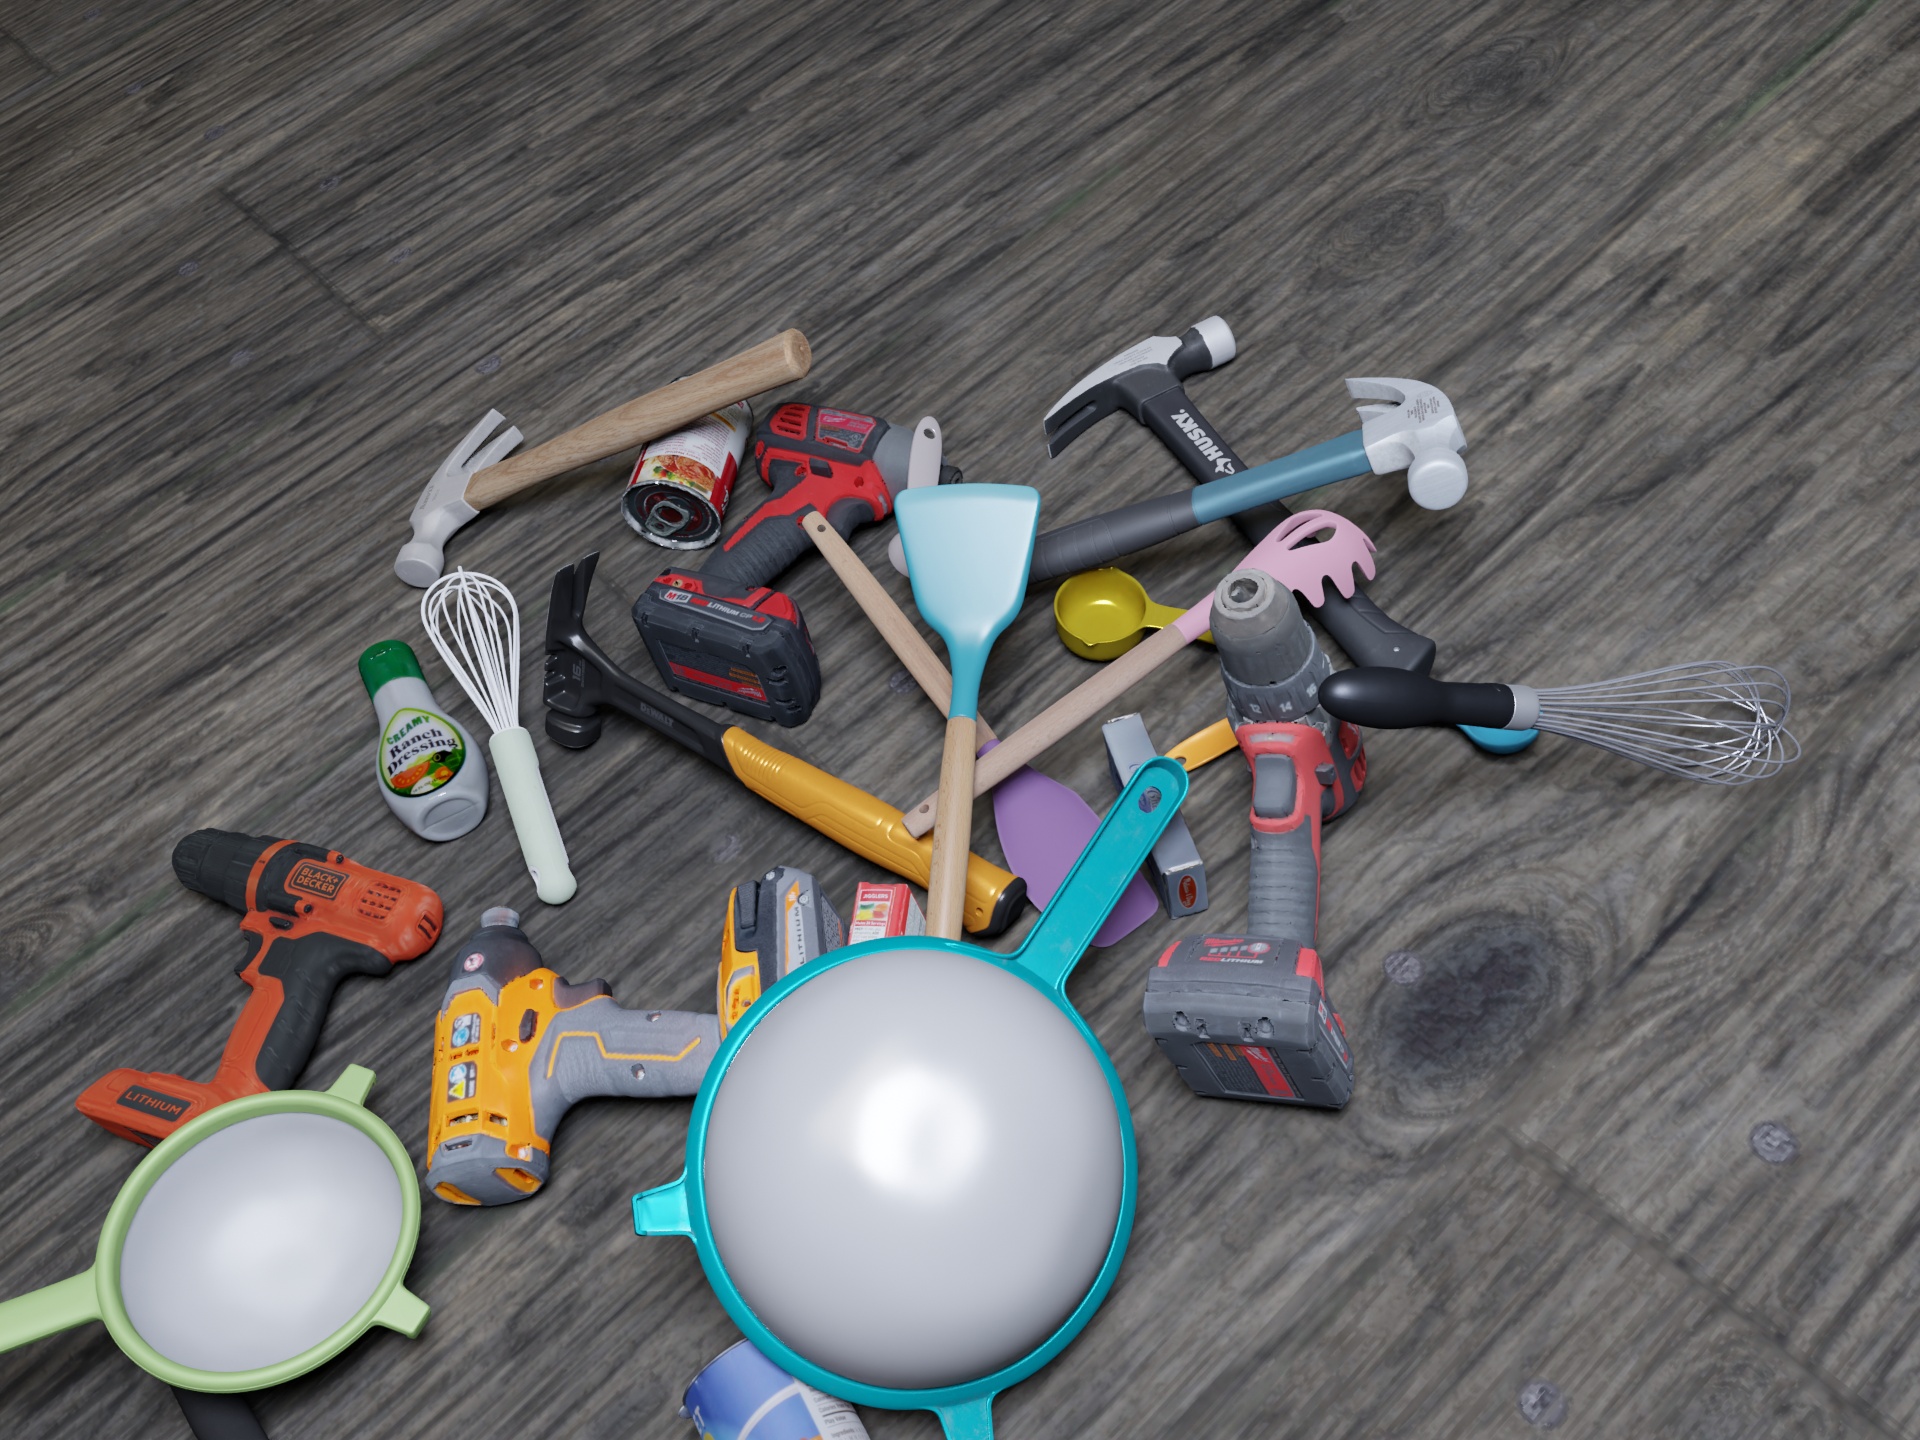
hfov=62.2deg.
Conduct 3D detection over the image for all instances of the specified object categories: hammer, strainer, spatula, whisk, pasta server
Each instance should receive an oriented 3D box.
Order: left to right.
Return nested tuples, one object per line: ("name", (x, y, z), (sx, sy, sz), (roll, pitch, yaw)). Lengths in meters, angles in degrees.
("strainer", (-0.395, 0.284, 0.788), (0.256, 0.069, 0.152), (-17, 55, -18))
("whisk", (-0.279, 0.004, 0.979), (0.059, 0.057, 0.247), (-13, 62, -25))
("hammer", (-0.240, -0.190, 1.060), (0.331, 0.031, 0.130), (-16, 48, 26))
("hammer", (-0.107, 0.024, 0.911), (0.337, 0.127, 0.034), (28, 37, 21))
("spatula", (-0.005, 0.019, 0.829), (0.082, 0.044, 0.318), (0, 62, 8))
("spatula", (-0.001, -0.003, 0.910), (0.060, 0.018, 0.316), (-33, 71, -11))
("strainer", (0.020, 0.143, 0.719), (0.211, 0.095, 0.340), (34, 71, 4))
("pasta server", (0.101, -0.027, 0.879), (0.316, 0.040, 0.060), (-35, 47, -10))
("hammer", (0.126, -0.120, 0.927), (0.331, 0.033, 0.128), (-16, 32, 25))
("hammer", (0.177, -0.127, 0.980), (0.146, 0.035, 0.335), (-26, 52, -7))
("whisk", (0.303, -0.005, 0.797), (0.284, 0.070, 0.070), (4, 52, -19))

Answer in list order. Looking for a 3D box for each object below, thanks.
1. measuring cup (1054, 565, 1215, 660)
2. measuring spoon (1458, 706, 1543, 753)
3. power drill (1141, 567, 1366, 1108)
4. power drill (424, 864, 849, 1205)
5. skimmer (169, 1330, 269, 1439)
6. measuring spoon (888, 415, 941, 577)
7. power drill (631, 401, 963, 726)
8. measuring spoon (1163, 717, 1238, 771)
("measuring cup", (0.133, -0.051, 0.956), (0.156, 0.029, 0.062), (13, 58, 10))
("measuring spoon", (0.262, -0.001, 0.898), (0.129, 0.021, 0.042), (8, 52, 28))
("power drill", (0.150, 0.056, 0.778), (0.080, 0.187, 0.227), (0, 59, 25))
("power drill", (-0.173, 0.153, 0.847), (0.226, 0.084, 0.164), (-15, 54, 7))
("skimmer", (-0.288, 0.396, 0.735), (0.127, 0.090, 0.364), (-43, 48, -21))
("measuring spoon", (-0.022, -0.144, 0.993), (0.034, 0.018, 0.124), (15, 60, -18))
("power drill", (-0.099, -0.110, 1.016), (0.143, 0.078, 0.220), (16, 58, 21))
("measuring spoon", (0.165, 0.005, 0.913), (0.117, 0.011, 0.021), (-28, 47, 1))
